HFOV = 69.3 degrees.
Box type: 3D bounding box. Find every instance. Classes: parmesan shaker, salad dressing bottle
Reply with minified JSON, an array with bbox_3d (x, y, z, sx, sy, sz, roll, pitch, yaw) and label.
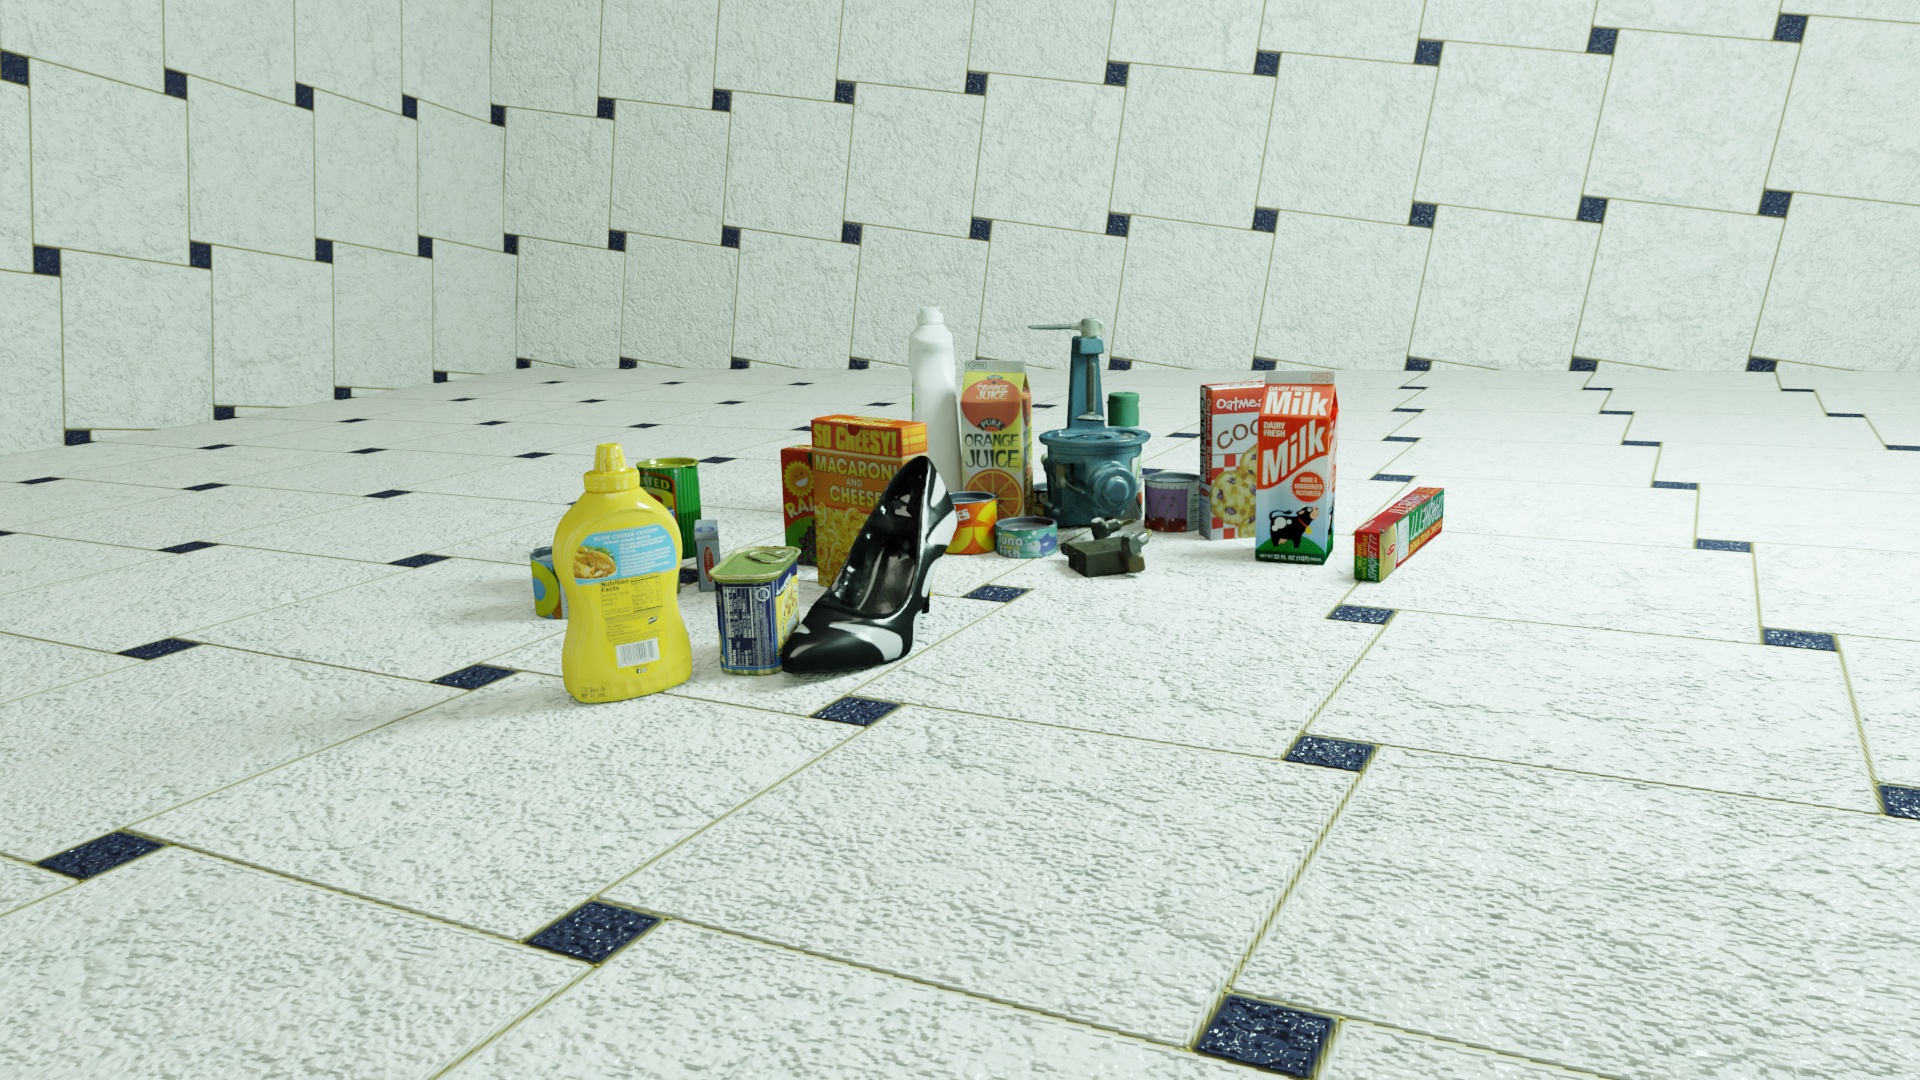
[{"bbox_3d":[-0.313,-0.034,1.509,0.071,0.102,0.071,-2,12,1],"label":"parmesan shaker"},{"bbox_3d":[0.190,-0.098,1.616,0.044,0.147,0.064,1,12,11],"label":"salad dressing bottle"}]

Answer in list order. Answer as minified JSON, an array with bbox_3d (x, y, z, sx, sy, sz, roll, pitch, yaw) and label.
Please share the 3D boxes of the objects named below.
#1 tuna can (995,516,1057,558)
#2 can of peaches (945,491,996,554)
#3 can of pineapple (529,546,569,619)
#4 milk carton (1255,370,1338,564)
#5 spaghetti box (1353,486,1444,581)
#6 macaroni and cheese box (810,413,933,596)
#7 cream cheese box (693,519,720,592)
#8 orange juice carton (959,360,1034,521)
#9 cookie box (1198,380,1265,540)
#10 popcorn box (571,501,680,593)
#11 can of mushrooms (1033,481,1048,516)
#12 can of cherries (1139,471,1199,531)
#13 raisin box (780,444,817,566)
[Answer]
[{"bbox_3d":[0.069,-0.003,1.473,0.071,0.032,0.071,-2,13,0],"label":"tuna can"},{"bbox_3d":[0.005,-0.019,1.495,0.071,0.058,0.071,-2,13,0],"label":"can of peaches"},{"bbox_3d":[-0.368,0.037,1.302,0.071,0.057,0.071,-2,13,0],"label":"can of pineapple"},{"bbox_3d":[0.340,-0.077,1.403,0.072,0.190,0.074,3,13,21],"label":"milk carton"},{"bbox_3d":[0.448,-0.010,1.410,0.028,0.050,0.251,6,15,31],"label":"spaghetti box"},{"bbox_3d":[-0.085,-0.032,1.322,0.123,0.166,0.040,9,16,41],"label":"macaroni and cheese box"},{"bbox_3d":[-0.254,0.014,1.399,0.024,0.053,0.104,-4,13,-10],"label":"cream cheese box"},{"bbox_3d":[0.042,-0.111,1.595,0.072,0.192,0.073,1,12,12],"label":"orange juice carton"},{"bbox_3d":[0.323,-0.089,1.514,0.123,0.167,0.040,-5,12,-12],"label":"cookie box"},{"bbox_3d":[-0.332,0.006,1.372,0.126,0.085,0.038,9,17,41],"label":"popcorn box"},{"bbox_3d":[0.115,-0.050,1.672,0.071,0.033,0.071,-2,13,0],"label":"can of mushrooms"},{"bbox_3d":[0.238,-0.044,1.572,0.071,0.058,0.071,-2,13,0],"label":"can of cherries"},{"bbox_3d":[-0.140,-0.036,1.444,0.086,0.123,0.040,5,14,30],"label":"raisin box"}]
